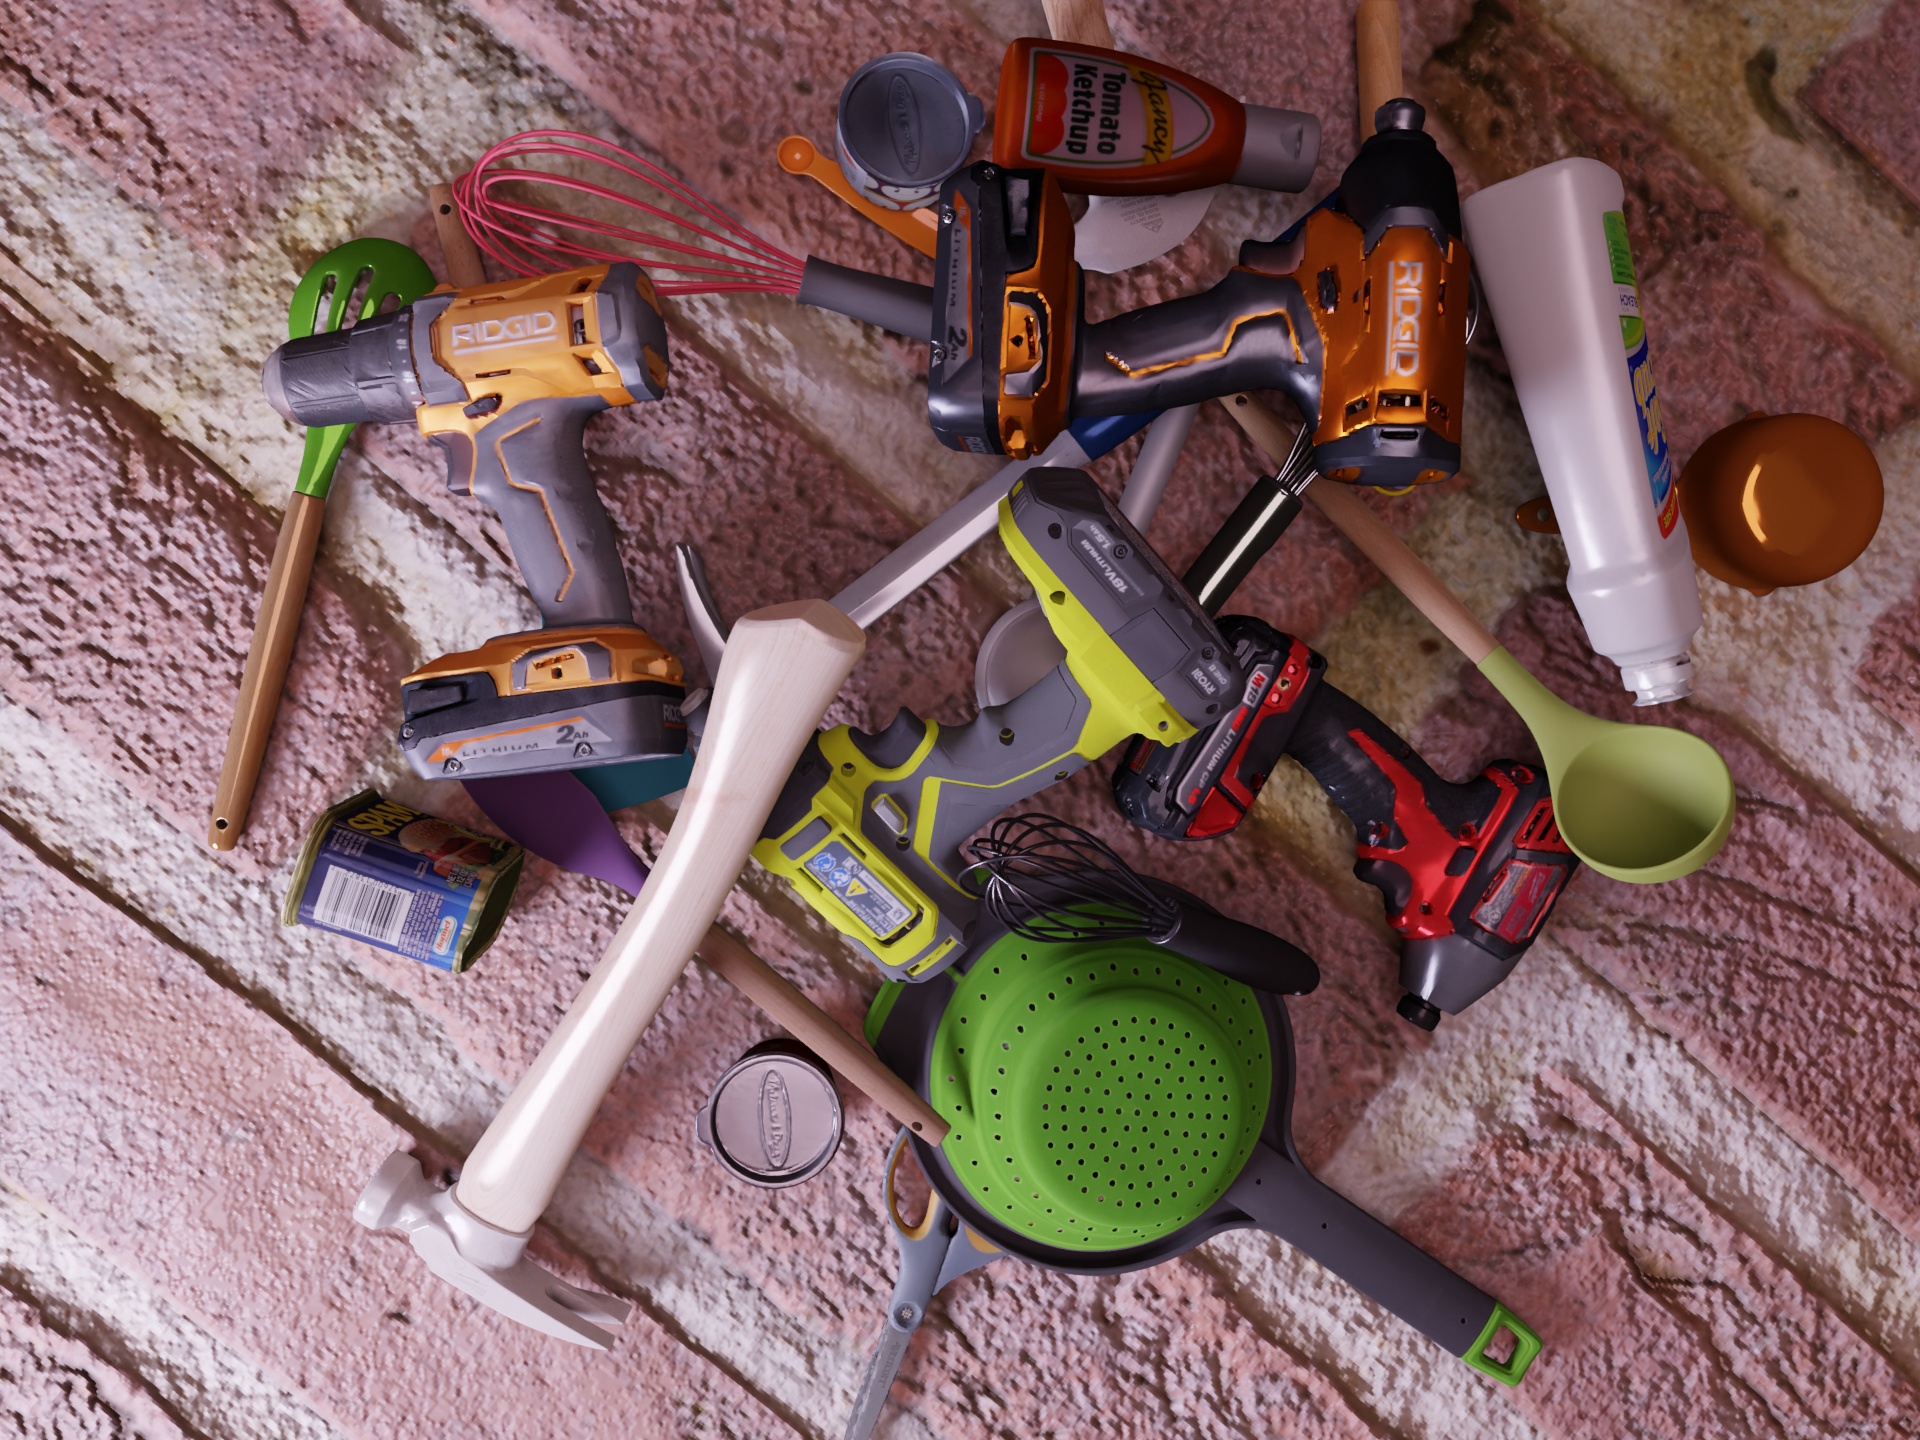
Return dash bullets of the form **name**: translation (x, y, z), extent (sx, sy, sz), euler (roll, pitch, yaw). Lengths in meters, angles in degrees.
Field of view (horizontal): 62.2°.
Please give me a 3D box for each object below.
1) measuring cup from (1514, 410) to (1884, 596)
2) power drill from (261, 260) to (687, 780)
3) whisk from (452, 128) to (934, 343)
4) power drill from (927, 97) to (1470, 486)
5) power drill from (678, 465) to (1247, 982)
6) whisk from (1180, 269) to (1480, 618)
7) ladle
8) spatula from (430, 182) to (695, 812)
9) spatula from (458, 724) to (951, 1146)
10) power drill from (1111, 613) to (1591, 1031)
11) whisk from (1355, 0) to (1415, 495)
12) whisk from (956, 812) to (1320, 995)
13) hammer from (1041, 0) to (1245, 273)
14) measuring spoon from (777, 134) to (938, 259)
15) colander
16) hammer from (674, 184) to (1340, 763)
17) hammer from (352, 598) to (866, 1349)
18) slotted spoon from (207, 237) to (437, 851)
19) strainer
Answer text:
- **measuring cup**: translation (0.370, -0.107, 0.794), extent (0.173, 0.052, 0.095), euler (-3, 94, -3)
- **power drill**: translation (-0.220, -0.087, 0.727), extent (0.185, 0.084, 0.226), euler (-7, 87, 5)
- **whisk**: translation (-0.095, -0.219, 0.766), extent (0.295, 0.073, 0.073), euler (14, 93, -9)
- **power drill**: translation (0.105, -0.189, 0.693), extent (0.226, 0.084, 0.164), euler (3, 89, 7)
- **power drill**: translation (-0.001, -0.002, 0.714), extent (0.223, 0.080, 0.171), euler (-39, 110, 13)
- **whisk**: translation (0.158, -0.115, 0.755), extent (0.059, 0.058, 0.246), euler (33, 102, -22)
- **ladle**: translation (0.234, -0.053, 0.757), extent (0.078, 0.062, 0.320), euler (-42, 79, 3)
- **spatula**: translation (-0.212, -0.109, 0.787), extent (0.082, 0.044, 0.317), euler (-15, 90, 1)
- **spatula**: translation (-0.131, 0.102, 0.776), extent (0.316, 0.018, 0.059), euler (38, 121, 7)
- **power drill**: translation (0.193, 0.052, 0.789), extent (0.219, 0.078, 0.143), euler (29, 92, -7)
- **whisk**: translation (0.209, -0.234, 0.785), extent (0.047, 0.051, 0.245), euler (-3, 91, 4)
- **whisk**: translation (0.090, 0.093, 0.723), extent (0.238, 0.055, 0.055), euler (25, 93, -39)
- **hammer**: translation (0.044, -0.380, 0.748), extent (0.130, 0.031, 0.331), euler (-18, 105, -4)
- **measuring spoon**: translation (-0.039, -0.254, 0.791), extent (0.117, 0.011, 0.021), euler (29, 82, -7)
- **colander**: translation (0.141, 0.225, 0.780), extent (0.397, 0.094, 0.204), euler (35, 86, -6)
- **hammer**: translation (0.042, -0.132, 0.763), extent (0.405, 0.035, 0.144), euler (-37, 87, 6)
- **hammer**: translation (-0.142, 0.124, 0.724), extent (0.146, 0.038, 0.410), euler (31, 114, -2)
- **slotted spoon**: translation (-0.324, -0.085, 0.782), extent (0.070, 0.031, 0.314), euler (16, 94, -4)
- **strainer**: translation (0.077, -0.083, 0.792), extent (0.087, 0.050, 0.258), euler (23, 89, -7)
